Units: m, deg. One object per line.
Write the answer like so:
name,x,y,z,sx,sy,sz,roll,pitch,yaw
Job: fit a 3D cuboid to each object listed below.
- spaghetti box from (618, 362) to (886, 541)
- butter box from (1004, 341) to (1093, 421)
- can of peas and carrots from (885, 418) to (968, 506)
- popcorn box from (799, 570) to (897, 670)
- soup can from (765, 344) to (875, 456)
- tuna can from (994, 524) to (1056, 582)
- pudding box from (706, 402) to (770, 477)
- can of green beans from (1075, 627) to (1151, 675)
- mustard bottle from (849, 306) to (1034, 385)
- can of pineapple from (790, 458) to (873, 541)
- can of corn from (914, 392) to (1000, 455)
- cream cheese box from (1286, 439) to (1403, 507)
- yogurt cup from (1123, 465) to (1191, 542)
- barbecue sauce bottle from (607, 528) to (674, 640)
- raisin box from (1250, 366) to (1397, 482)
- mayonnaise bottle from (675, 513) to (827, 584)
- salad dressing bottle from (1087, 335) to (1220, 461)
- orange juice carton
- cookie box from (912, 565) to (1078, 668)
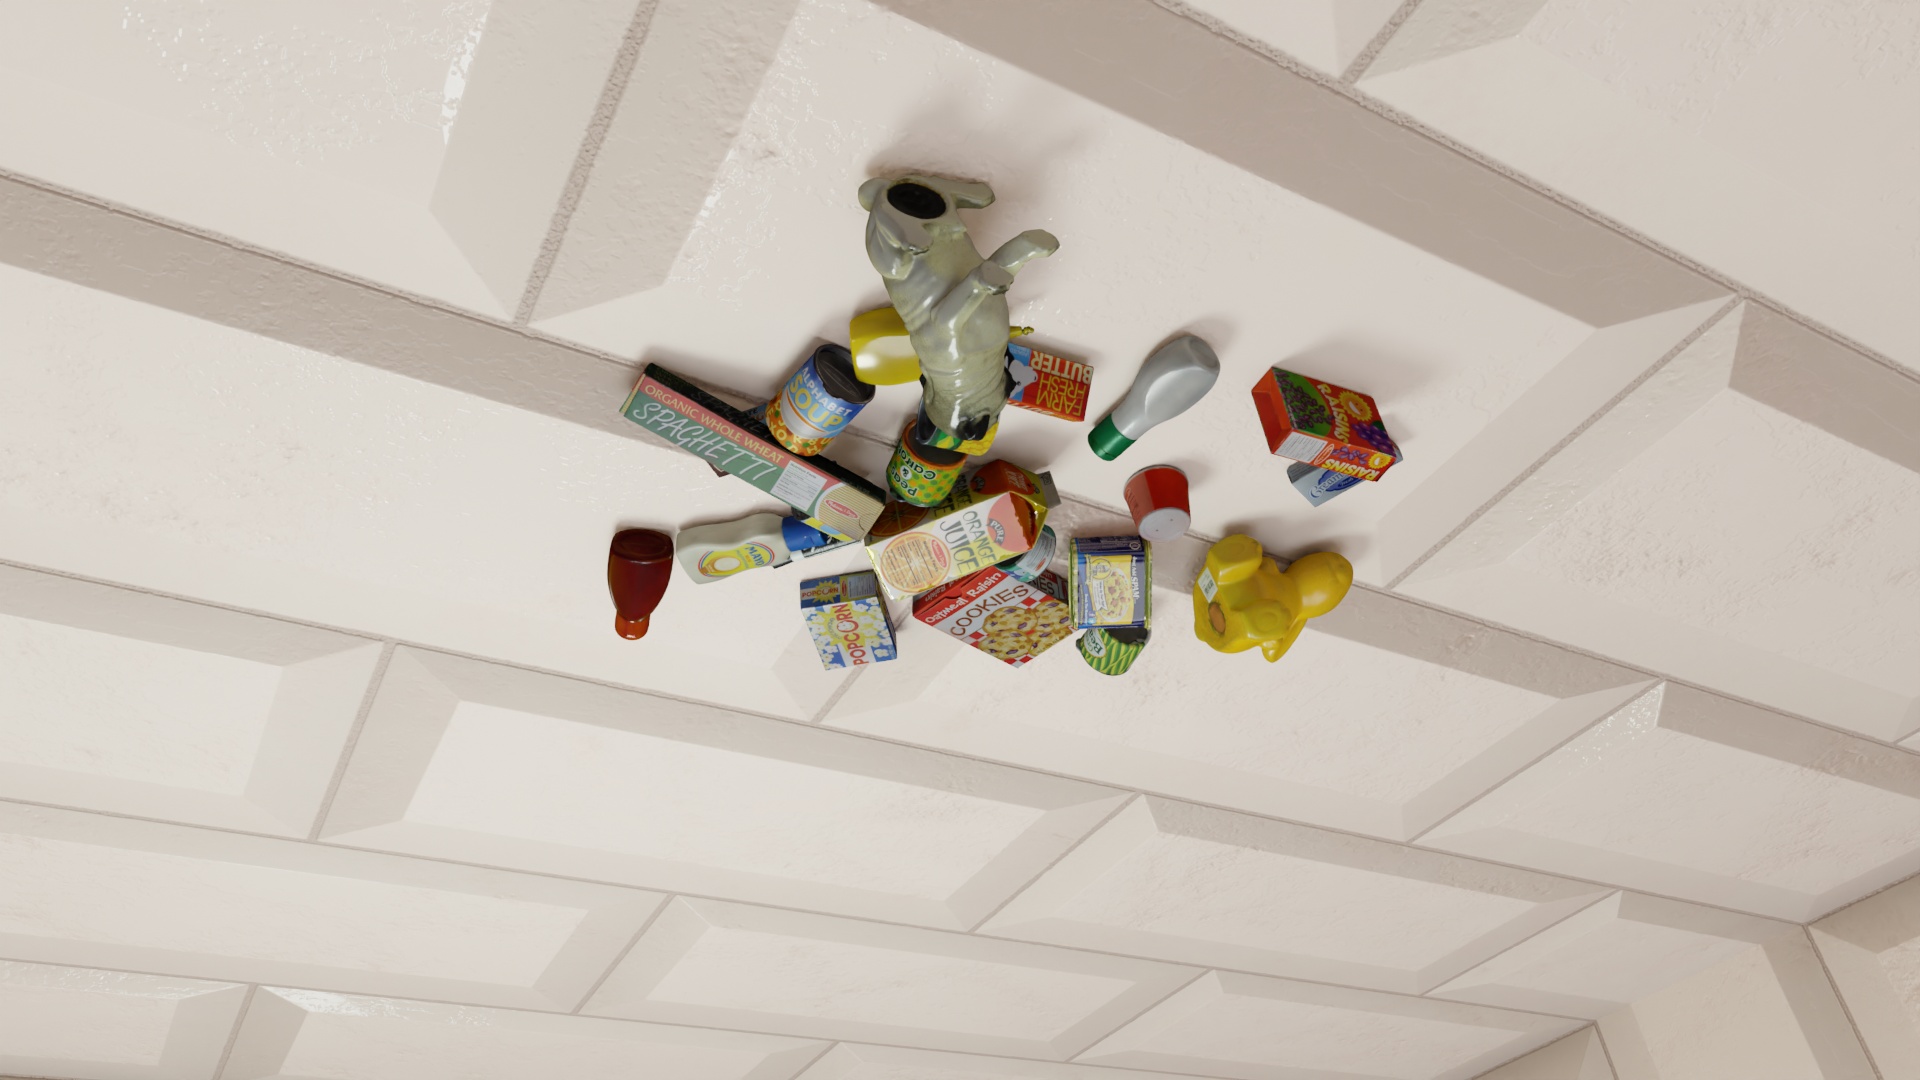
spaghetti box,-0.186,-0.079,1.268,0.250,0.029,0.050,29,117,-15
butter box,0.069,-0.144,1.263,0.103,0.053,0.024,13,175,-23
can of peas and carrots,-0.033,-0.074,1.321,0.071,0.071,0.058,9,138,-18
popcorn box,-0.122,0.090,1.536,0.085,0.038,0.126,-9,141,3
soup can,-0.128,-0.124,1.246,0.071,0.072,0.083,23,133,-31
tuna can,0.063,0.006,1.440,0.071,0.071,0.033,-35,132,30
pudding box,-0.201,-0.095,1.303,0.083,0.030,0.049,-17,139,12
can of green beans,0.177,0.111,1.583,0.071,0.071,0.057,8,138,-18
mustard bottle,-0.015,-0.175,1.216,0.160,0.049,0.065,-6,135,-1
can of pineapple,-0.122,-0.040,1.353,0.058,0.071,0.070,27,130,-36
can of corn,-0.003,-0.114,1.280,0.058,0.071,0.070,11,138,-21
cream cheese box,0.391,-0.077,1.415,0.103,0.024,0.053,-31,134,27
yogurt cup,0.203,-0.035,1.416,0.072,0.054,0.072,-4,140,-3
barbecue sauce bottle,-0.338,0.049,1.451,0.065,0.044,0.147,6,140,-15
raisin box,0.345,-0.109,1.320,0.123,0.086,0.039,12,136,-22
mayonnaise bottle,-0.210,0.003,1.413,0.148,0.041,0.064,-13,139,9
salad dressing bottle,0.178,-0.130,1.305,0.064,0.044,0.147,19,135,-31
orange juice carton,0.005,-0.017,1.368,0.193,0.072,0.072,-22,119,4
cookie box,0.048,0.073,1.537,0.167,0.040,0.122,29,129,-36
